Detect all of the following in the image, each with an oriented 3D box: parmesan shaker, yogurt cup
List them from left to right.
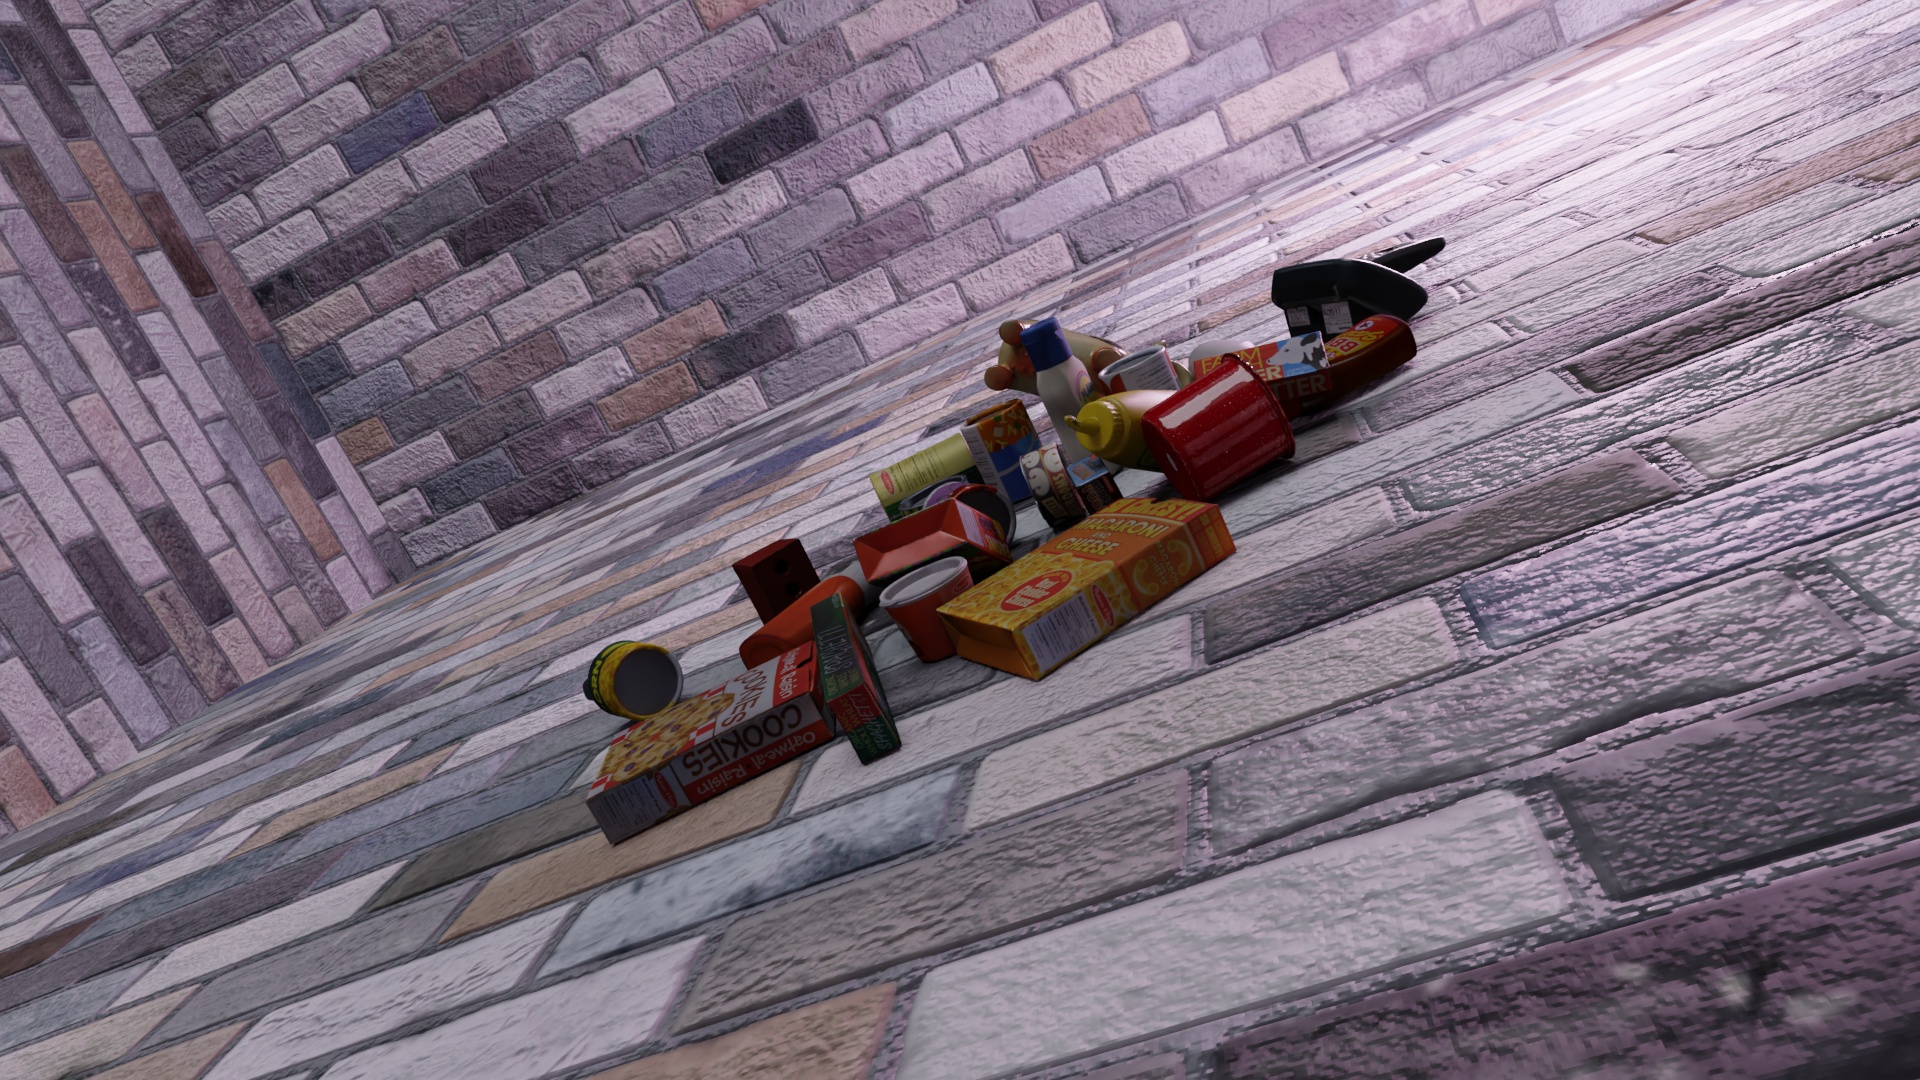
[{"bbox_3d":[-0.031,-0.056,1.407,0.103,0.071,0.071,-25,13,-1],"label":"parmesan shaker"},{"bbox_3d":[-0.016,0.050,0.989,0.072,0.054,0.072,-24,13,6],"label":"yogurt cup"}]

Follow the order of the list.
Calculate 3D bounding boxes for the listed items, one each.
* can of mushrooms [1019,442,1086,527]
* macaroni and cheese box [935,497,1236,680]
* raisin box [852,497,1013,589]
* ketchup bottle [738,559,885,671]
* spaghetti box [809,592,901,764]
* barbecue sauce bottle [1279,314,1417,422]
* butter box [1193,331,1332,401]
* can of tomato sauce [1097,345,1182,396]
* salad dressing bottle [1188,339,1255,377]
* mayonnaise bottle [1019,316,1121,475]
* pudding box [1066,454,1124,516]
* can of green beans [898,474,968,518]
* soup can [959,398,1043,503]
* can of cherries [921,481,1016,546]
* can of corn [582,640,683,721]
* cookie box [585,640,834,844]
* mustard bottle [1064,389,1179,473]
[{"bbox_3d":[0.078,-0.045,1.156,0.033,0.071,0.071,-23,13,10],"label":"can of mushrooms"},{"bbox_3d":[0.081,0.026,0.927,0.167,0.040,0.123,-31,15,-20],"label":"macaroni and cheese box"},{"bbox_3d":[-0.019,0.009,1.073,0.086,0.040,0.123,-24,-15,14],"label":"raisin box"},{"bbox_3d":[-0.115,0.062,1.151,0.064,0.043,0.149,-14,18,39],"label":"ketchup bottle"},{"bbox_3d":[-0.076,0.089,0.962,0.029,0.050,0.250,-29,13,-2],"label":"spaghetti box"},{"bbox_3d":[0.296,-0.133,1.132,0.149,0.043,0.065,-30,20,-14],"label":"barbecue sauce bottle"},{"bbox_3d":[0.238,-0.131,1.099,0.103,0.024,0.053,-12,39,13],"label":"butter box"},{"bbox_3d":[0.168,-0.124,1.249,0.071,0.083,0.071,-24,13,6],"label":"can of tomato sauce"},{"bbox_3d":[0.263,-0.164,1.314,0.064,0.044,0.148,-25,14,-6],"label":"salad dressing bottle"},{"bbox_3d":[0.099,-0.126,1.240,0.041,0.147,0.065,-18,15,30],"label":"mayonnaise bottle"},{"bbox_3d":[0.110,-0.035,1.089,0.030,0.049,0.084,-28,12,6],"label":"pudding box"},{"bbox_3d":[-0.013,-0.018,1.234,0.071,0.057,0.071,-25,13,6],"label":"can of green beans"},{"bbox_3d":[0.048,-0.086,1.324,0.071,0.083,0.071,-24,13,6],"label":"soup can"},{"bbox_3d":[0.004,-0.015,1.172,0.072,0.071,0.058,-30,15,-18],"label":"can of cherries"},{"bbox_3d":[-0.278,0.120,1.180,0.071,0.071,0.058,-33,15,-28],"label":"can of corn"},{"bbox_3d":[-0.170,0.136,0.973,0.167,0.040,0.123,-26,13,1],"label":"cookie box"},{"bbox_3d":[0.136,-0.086,1.093,0.160,0.049,0.065,-2,-48,-44],"label":"mustard bottle"}]
